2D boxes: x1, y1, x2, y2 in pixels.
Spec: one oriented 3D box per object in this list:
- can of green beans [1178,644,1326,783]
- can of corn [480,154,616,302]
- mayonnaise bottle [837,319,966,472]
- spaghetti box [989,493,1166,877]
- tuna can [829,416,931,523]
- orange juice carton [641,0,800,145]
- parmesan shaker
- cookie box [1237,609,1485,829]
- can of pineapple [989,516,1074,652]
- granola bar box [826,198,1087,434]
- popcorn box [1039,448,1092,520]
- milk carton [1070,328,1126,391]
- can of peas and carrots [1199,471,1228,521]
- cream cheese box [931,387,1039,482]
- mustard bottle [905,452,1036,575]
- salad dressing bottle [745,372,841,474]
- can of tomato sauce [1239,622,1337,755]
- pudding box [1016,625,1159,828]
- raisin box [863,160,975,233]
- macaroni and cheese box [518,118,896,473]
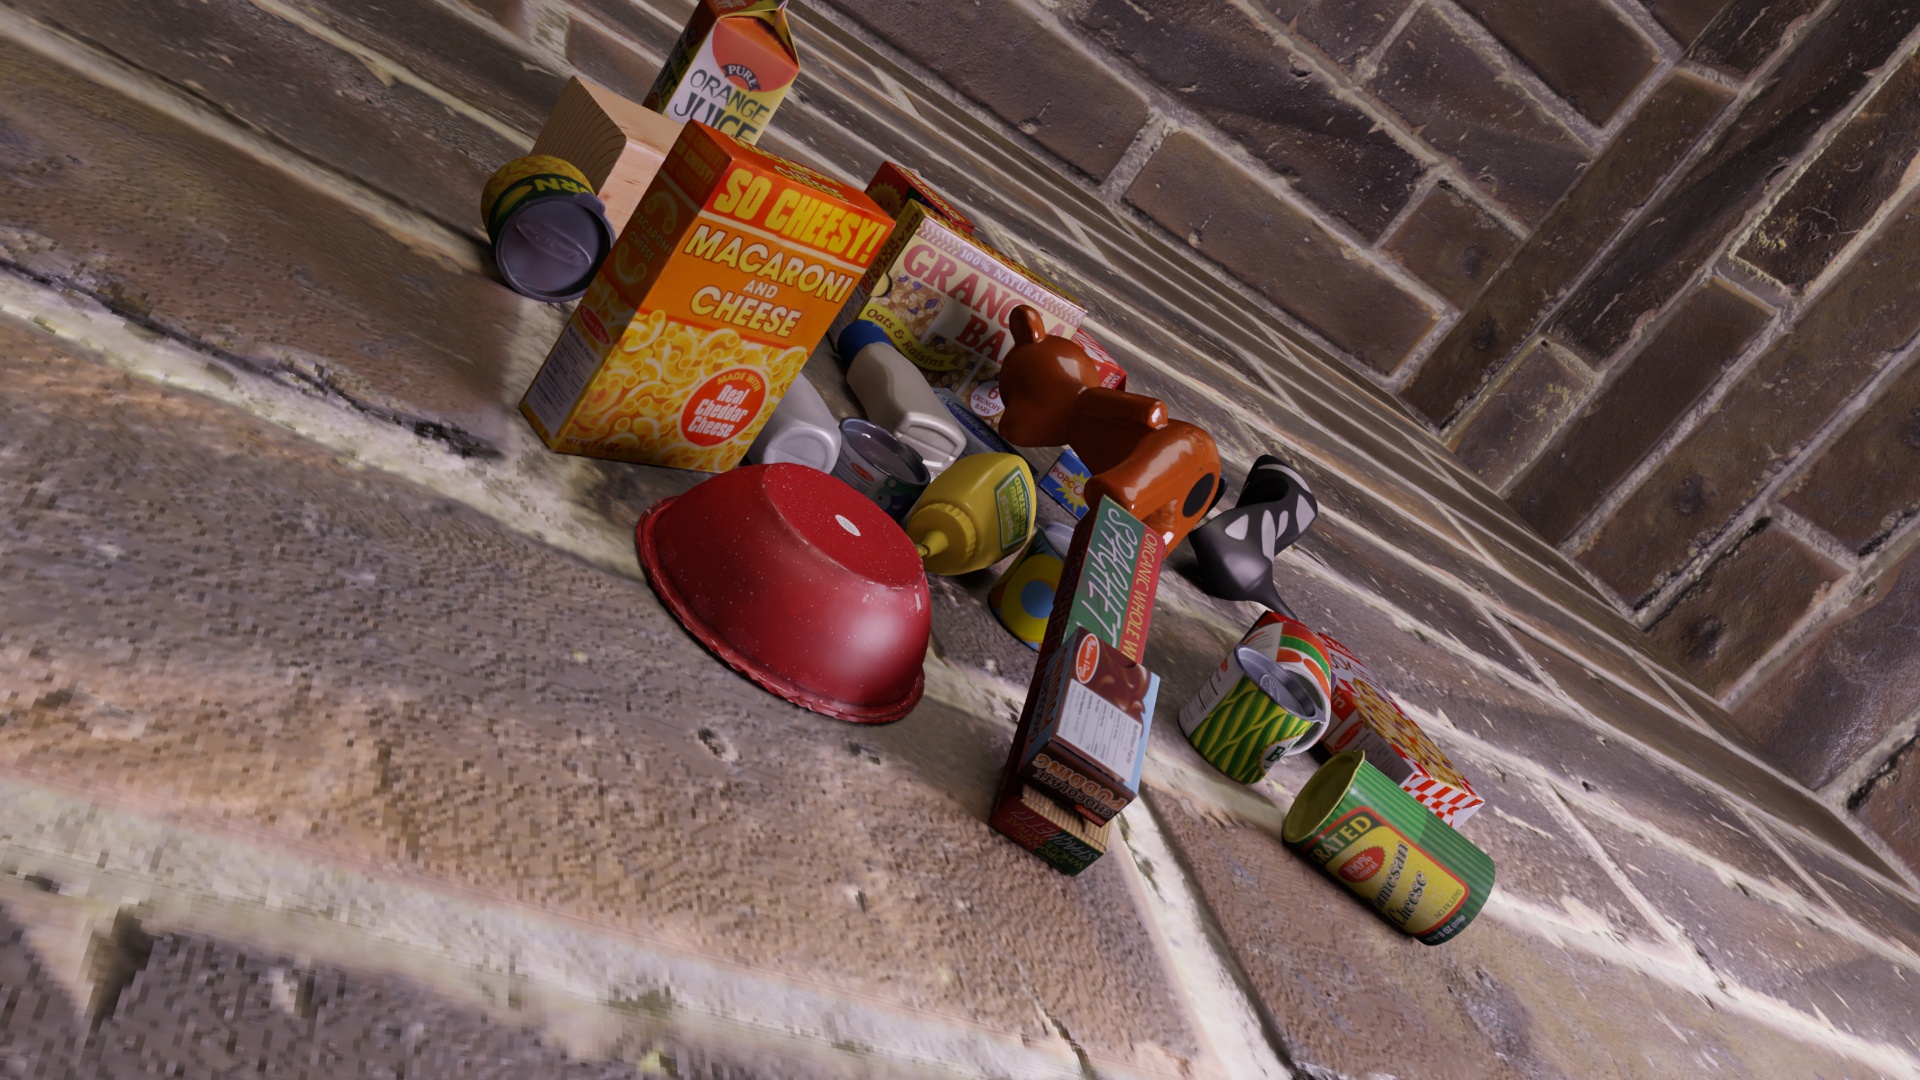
[{"bbox_3d":[0.178,0.108,0.862,0.071,0.057,0.071,32,20,-13],"label":"can of green beans"},{"bbox_3d":[-0.234,-0.181,0.793,0.071,0.071,0.058,20,25,-40],"label":"can of corn"},{"bbox_3d":[-0.049,-0.107,0.985,0.065,0.041,0.149,23,23,-37],"label":"mayonnaise bottle"},{"bbox_3d":[0.067,0.063,0.719,0.050,0.028,0.251,35,36,-10],"label":"spaghetti box"},{"bbox_3d":[-0.053,-0.042,0.846,0.071,0.032,0.071,32,20,-13],"label":"tuna can"},{"bbox_3d":[-0.184,-0.337,1.045,0.073,0.192,0.072,24,24,-31],"label":"orange juice carton"},{"bbox_3d":[0.251,0.178,0.810,0.103,0.071,0.071,37,20,0],"label":"parmesan shaker"},{"bbox_3d":[0.292,0.131,1.014,0.123,0.040,0.168,24,23,-44],"label":"cookie box"},{"bbox_3d":[0.058,0.029,0.837,0.071,0.057,0.071,32,20,-13],"label":"can of pineapple"},{"bbox_3d":[-0.002,-0.170,1.080,0.165,0.124,0.039,24,22,-31],"label":"granola bar box"},{"bbox_3d":[0.123,-0.039,1.125,0.085,0.038,0.127,42,20,10],"label":"popcorn box"},{"bbox_3d":[0.081,-0.160,1.271,0.190,0.073,0.072,16,29,-46],"label":"milk carton"},{"bbox_3d":[0.192,-0.052,1.222,0.059,0.070,0.071,46,21,25],"label":"can of peas and carrots"},{"bbox_3d":[0.007,-0.074,1.028,0.104,0.024,0.053,44,19,18],"label":"cream cheese box"},{"bbox_3d":[0.003,-0.010,0.825,0.049,0.065,0.161,-3,14,20],"label":"mustard bottle"},{"bbox_3d":[-0.114,-0.087,0.829,0.064,0.044,0.148,21,24,-34],"label":"salad dressing bottle"},{"bbox_3d":[0.216,0.100,0.932,0.071,0.071,0.083,38,20,3],"label":"can of tomato sauce"},{"bbox_3d":[0.061,0.084,0.640,0.049,0.030,0.084,33,37,-8],"label":"pudding box"},{"bbox_3d":[-0.058,-0.228,1.115,0.086,0.123,0.040,46,21,23],"label":"raisin box"},{"bbox_3d":[-0.124,-0.113,0.688,0.040,0.166,0.124,47,21,27],"label":"macaroni and cheese box"}]
